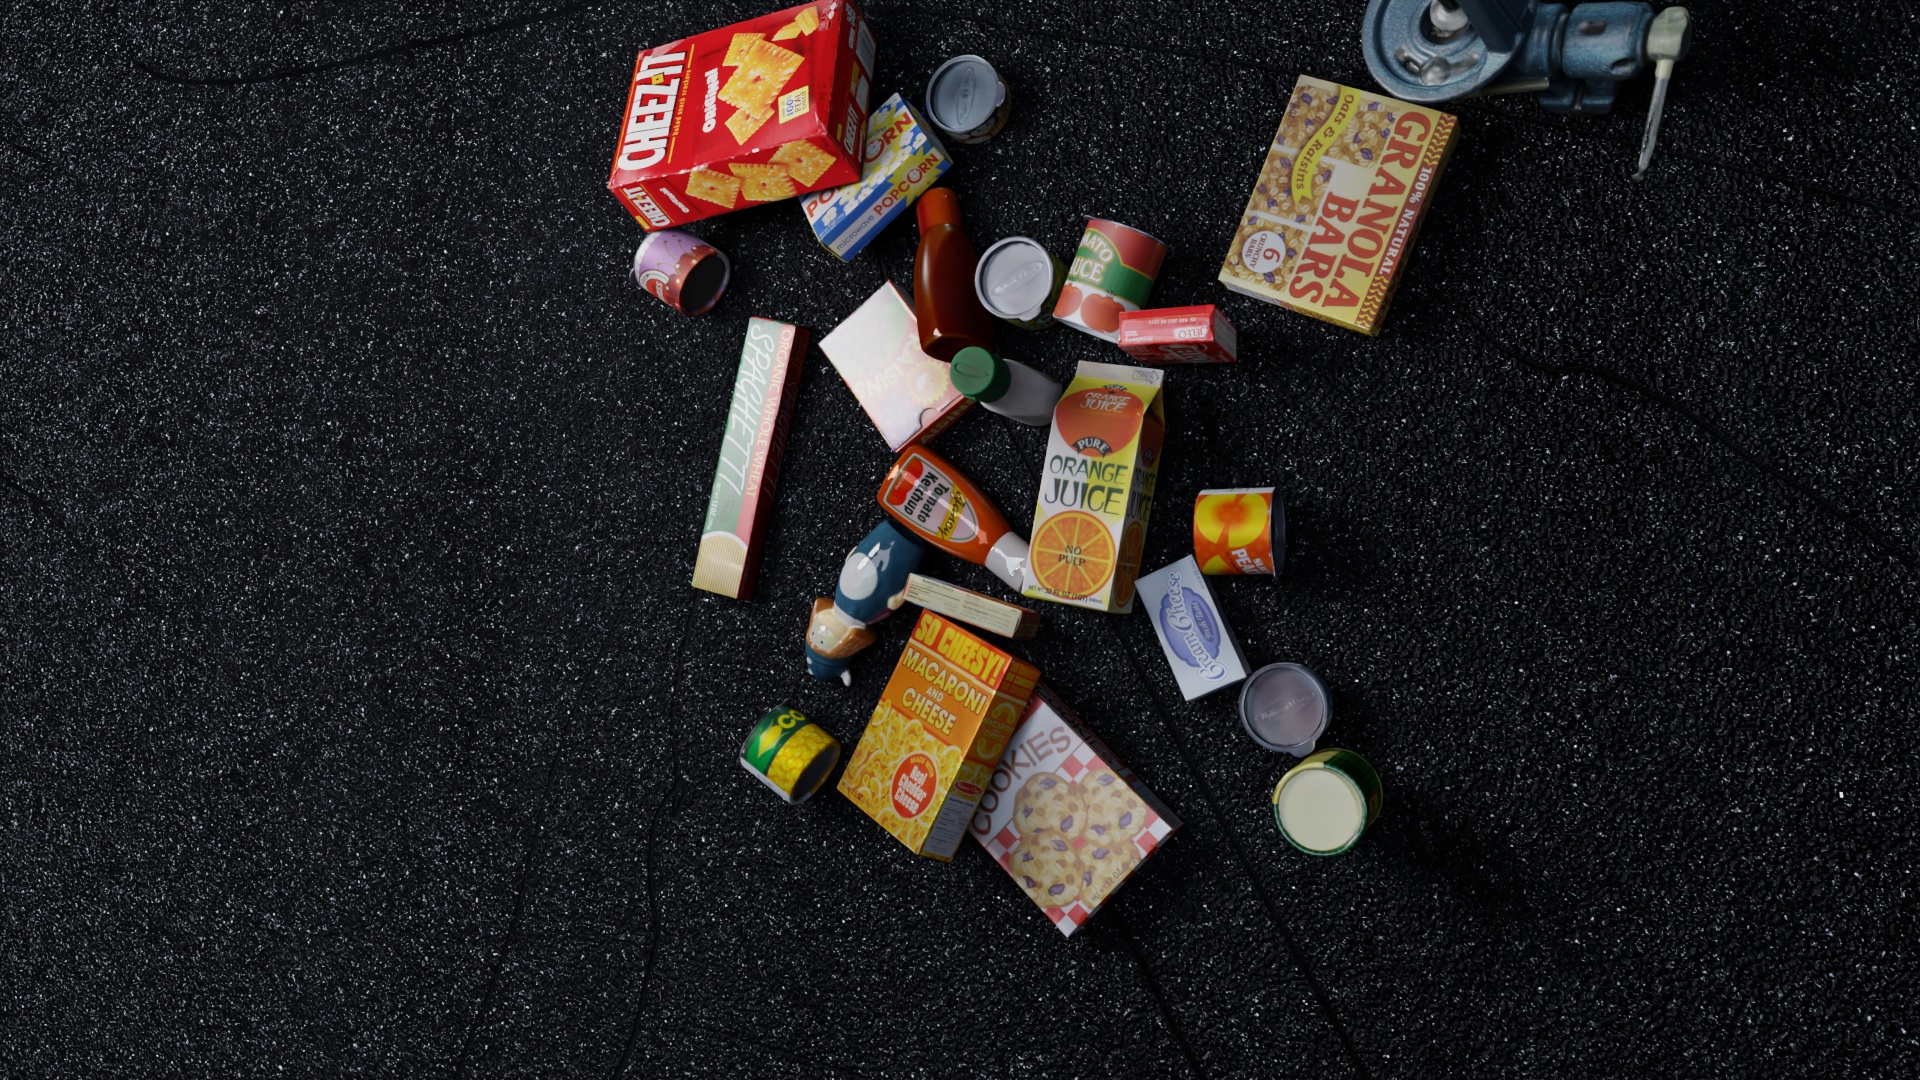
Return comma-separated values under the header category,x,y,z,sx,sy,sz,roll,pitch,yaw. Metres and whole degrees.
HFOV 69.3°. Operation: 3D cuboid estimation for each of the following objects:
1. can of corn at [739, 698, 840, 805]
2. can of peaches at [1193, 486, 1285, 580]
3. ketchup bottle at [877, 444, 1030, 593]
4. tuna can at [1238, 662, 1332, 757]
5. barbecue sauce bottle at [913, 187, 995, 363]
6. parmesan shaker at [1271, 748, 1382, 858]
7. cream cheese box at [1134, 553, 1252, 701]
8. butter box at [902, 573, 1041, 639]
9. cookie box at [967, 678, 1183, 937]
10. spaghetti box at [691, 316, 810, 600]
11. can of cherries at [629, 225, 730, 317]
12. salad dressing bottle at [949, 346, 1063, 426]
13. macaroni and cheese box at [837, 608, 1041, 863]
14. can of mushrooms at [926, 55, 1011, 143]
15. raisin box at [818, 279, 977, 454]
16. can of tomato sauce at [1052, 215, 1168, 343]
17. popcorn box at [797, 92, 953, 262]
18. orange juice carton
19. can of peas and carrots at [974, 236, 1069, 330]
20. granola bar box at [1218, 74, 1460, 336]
category,x,y,z,sx,sy,sz,roll,pitch,yaw
can of corn,-0.142,0.179,1.176,0.058,0.071,0.071,34,99,19
can of peaches,0.211,-0.005,1.046,0.058,0.071,0.071,-1,87,22
ketchup bottle,0.004,-0.014,1.143,0.149,0.043,0.064,38,100,19
tuna can,0.246,0.127,1.043,0.071,0.033,0.071,-1,86,22
barbecue sauce bottle,-0.010,-0.220,1.145,0.043,0.065,0.149,-33,57,46
parmesan shaker,0.262,0.189,0.995,0.071,0.103,0.071,-1,87,22
cream cheese box,0.180,0.068,1.078,0.053,0.024,0.104,-27,77,19
butter box,0.009,0.054,1.131,0.103,0.053,0.024,18,91,21
cookie box,0.072,0.208,1.103,0.168,0.040,0.122,45,103,18
spaghetti box,-0.185,-0.074,1.229,0.050,0.029,0.249,13,92,21
can of cherries,-0.250,-0.240,1.243,0.058,0.071,0.071,33,99,19
salad dressing bottle,0.035,-0.120,1.080,0.064,0.148,0.044,17,94,21
macaroni and cheese box,-0.019,0.152,1.108,0.124,0.040,0.166,26,89,50
can of mushrooms,0.010,-0.370,1.167,0.071,0.033,0.071,-2,86,22
raisin box,-0.050,-0.145,1.174,0.086,0.040,0.123,-39,75,14
can of tomato sauce,0.116,-0.204,1.096,0.071,0.071,0.083,23,96,21
popcorn box,-0.076,-0.308,1.178,0.126,0.038,0.085,-40,46,15
orange juice carton,0.108,-0.043,1.087,0.072,0.073,0.192,10,90,22
can of peas and carrots,0.054,-0.205,1.126,0.071,0.059,0.071,-1,87,22
granola bar box,0.285,-0.252,1.048,0.124,0.039,0.165,24,95,22
